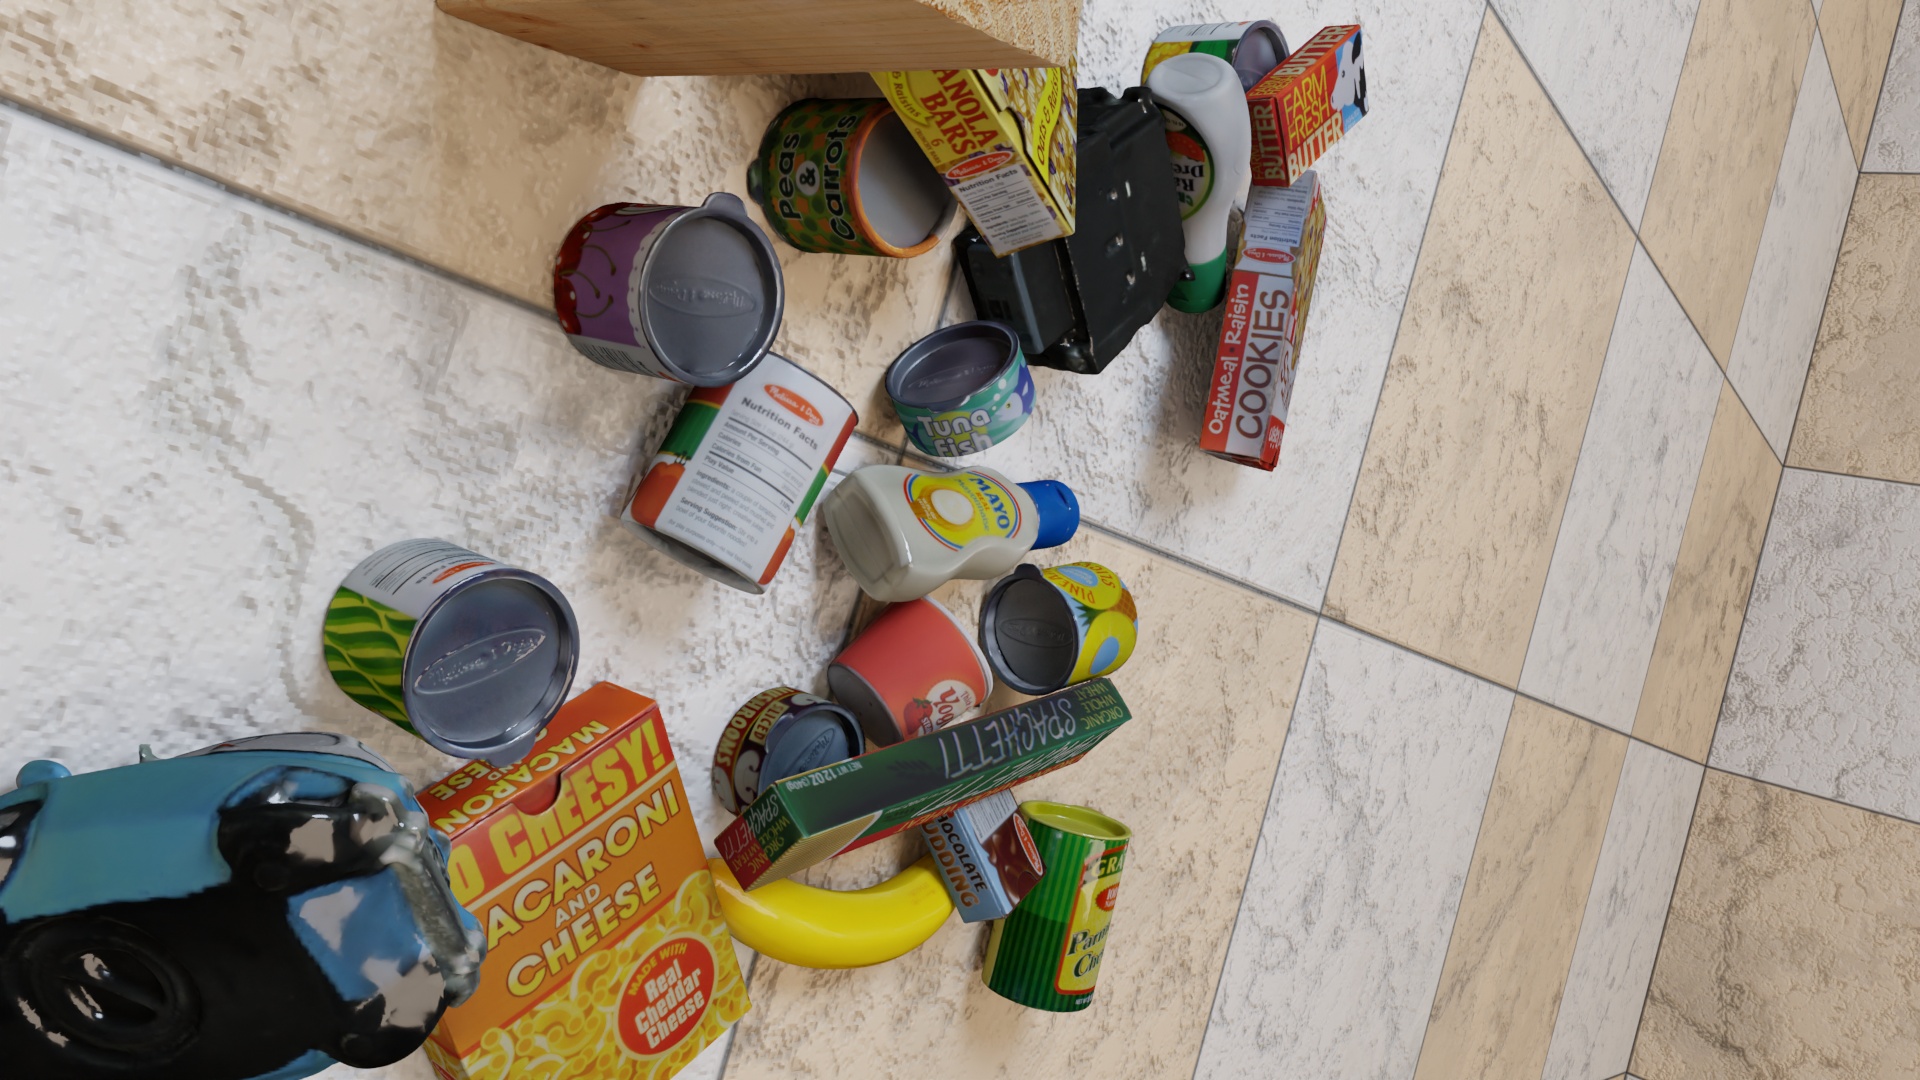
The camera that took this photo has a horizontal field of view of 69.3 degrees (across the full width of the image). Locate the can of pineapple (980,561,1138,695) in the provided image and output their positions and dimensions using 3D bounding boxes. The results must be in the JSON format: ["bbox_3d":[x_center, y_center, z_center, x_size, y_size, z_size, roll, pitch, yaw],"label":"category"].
[{"bbox_3d":[0.054,0.045,0.751,0.058,0.071,0.071,-9,108,-49],"label":"can of pineapple"}]

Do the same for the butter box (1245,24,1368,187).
[{"bbox_3d":[0.192,-0.241,0.769,0.104,0.024,0.053,-44,131,-33],"label":"butter box"}]

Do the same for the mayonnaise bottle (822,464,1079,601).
[{"bbox_3d":[0.002,-0.009,0.682,0.148,0.065,0.041,-8,152,-50],"label":"mayonnaise bottle"}]

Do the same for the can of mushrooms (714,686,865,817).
[{"bbox_3d":[-0.079,0.101,0.637,0.071,0.033,0.070,-18,115,-45],"label":"can of mushrooms"}]

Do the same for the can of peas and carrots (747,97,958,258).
[{"bbox_3d":[-0.044,-0.153,0.586,0.071,0.059,0.070,-17,113,-46],"label":"can of peas and carrots"}]

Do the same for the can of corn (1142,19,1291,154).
[{"bbox_3d":[0.143,-0.252,0.776,0.071,0.058,0.071,-18,114,-46],"label":"can of corn"}]

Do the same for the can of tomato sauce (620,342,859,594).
[{"bbox_3d":[-0.090,-0.029,0.565,0.071,0.071,0.083,41,70,-47],"label":"can of tomato sauce"}]

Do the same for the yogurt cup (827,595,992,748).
[{"bbox_3d":[-0.027,0.065,0.666,0.054,0.072,0.072,-38,128,-26],"label":"yogurt cup"}]

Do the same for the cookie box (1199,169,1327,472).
[{"bbox_3d":[0.186,-0.128,0.842,0.123,0.040,0.167,0,101,-73],"label":"cookie box"}]

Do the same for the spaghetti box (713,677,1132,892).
[{"bbox_3d":[-0.005,0.109,0.660,0.251,0.029,0.050,-9,150,-50],"label":"spaghetti box"}]

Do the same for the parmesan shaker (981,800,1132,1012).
[{"bbox_3d":[0.056,0.210,0.802,0.071,0.071,0.103,10,93,-50],"label":"parmesan shaker"}]

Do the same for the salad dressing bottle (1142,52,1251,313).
[{"bbox_3d":[0.128,-0.191,0.764,0.044,0.064,0.147,-42,145,-22],"label":"salad dressing bottle"}]

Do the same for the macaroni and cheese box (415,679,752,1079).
[{"bbox_3d":[-0.157,0.159,0.557,0.124,0.040,0.165,-34,125,-40],"label":"macaroni and cheese box"}]

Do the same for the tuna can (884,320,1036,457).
[{"bbox_3d":[0.001,-0.070,0.653,0.071,0.071,0.032,-49,134,-29],"label":"tuna can"}]

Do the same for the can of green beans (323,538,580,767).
[{"bbox_3d":[-0.177,0.036,0.485,0.071,0.058,0.071,-17,113,-46],"label":"can of green beans"}]

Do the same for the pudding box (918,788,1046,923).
[{"bbox_3d":[0.008,0.151,0.725,0.050,0.030,0.083,-32,99,-55],"label":"pudding box"}]

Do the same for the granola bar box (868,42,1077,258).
[{"bbox_3d":[0.010,-0.223,0.585,0.124,0.039,0.166,47,38,-48],"label":"granola bar box"}]

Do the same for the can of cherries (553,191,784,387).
[{"bbox_3d":[-0.110,-0.097,0.526,0.072,0.058,0.071,-17,113,-45],"label":"can of cherries"}]
